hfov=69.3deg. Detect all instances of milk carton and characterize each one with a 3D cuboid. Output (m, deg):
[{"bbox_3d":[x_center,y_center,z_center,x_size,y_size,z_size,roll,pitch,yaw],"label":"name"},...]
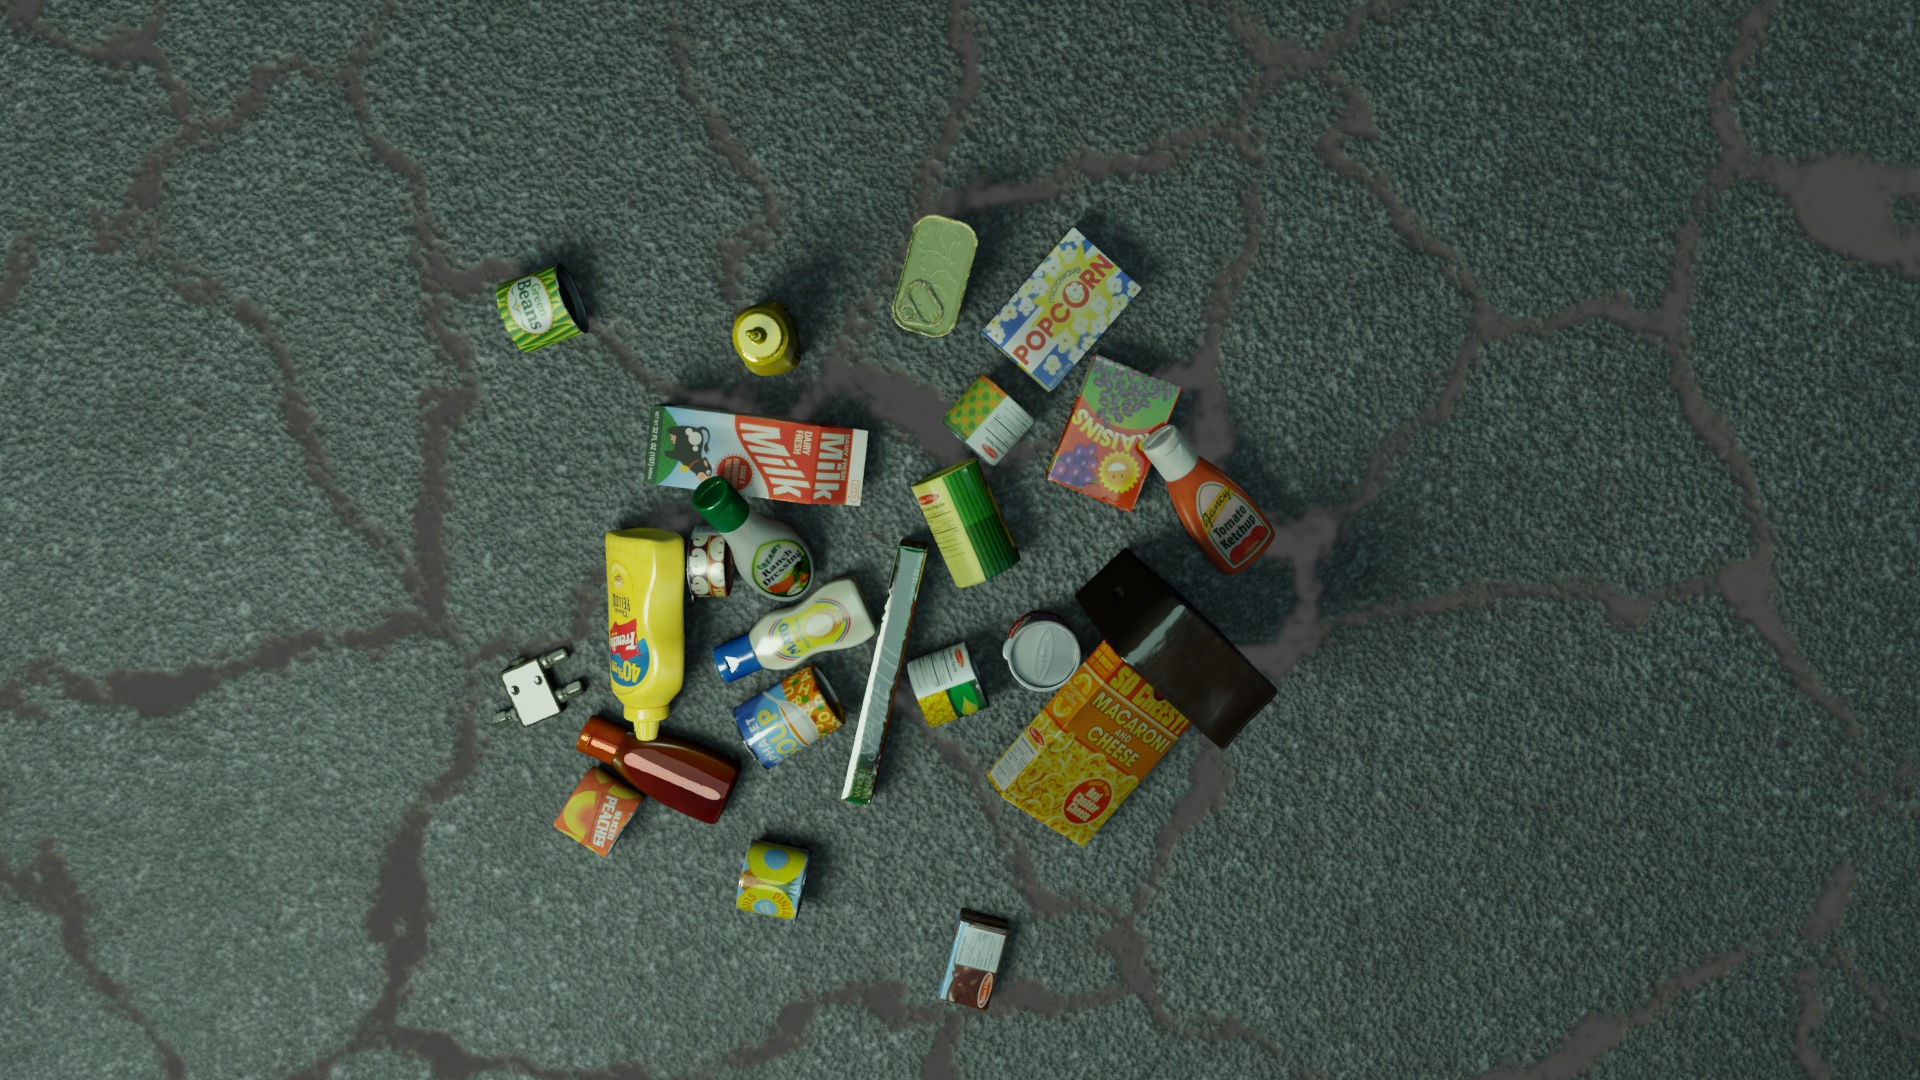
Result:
[{"bbox_3d":[-0.182,-0.077,1.255,0.191,0.073,0.072,7,96,-2],"label":"milk carton"}]

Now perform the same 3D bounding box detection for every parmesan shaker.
[{"bbox_3d":[0.005,-0.016,1.270,0.071,0.071,0.103,-24,97,2],"label":"parmesan shaker"}]

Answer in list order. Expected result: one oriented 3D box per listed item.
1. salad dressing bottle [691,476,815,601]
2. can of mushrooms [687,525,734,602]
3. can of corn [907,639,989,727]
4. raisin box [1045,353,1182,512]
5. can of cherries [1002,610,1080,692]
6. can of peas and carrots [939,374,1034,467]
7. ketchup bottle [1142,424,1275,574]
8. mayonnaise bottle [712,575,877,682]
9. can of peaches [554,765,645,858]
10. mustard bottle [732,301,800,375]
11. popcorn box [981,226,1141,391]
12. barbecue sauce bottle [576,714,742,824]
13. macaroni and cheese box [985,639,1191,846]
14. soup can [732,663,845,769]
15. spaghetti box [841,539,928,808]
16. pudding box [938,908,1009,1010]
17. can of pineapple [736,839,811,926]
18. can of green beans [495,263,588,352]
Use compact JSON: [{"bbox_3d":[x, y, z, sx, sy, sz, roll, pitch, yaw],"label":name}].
[{"bbox_3d":[-0.184,-0.001,1.235,0.064,0.044,0.147,-43,137,-5],"label":"salad dressing bottle"},{"bbox_3d":[-0.228,0.022,1.268,0.033,0.071,0.071,0,97,-2],"label":"can of mushrooms"},{"bbox_3d":[-0.010,0.135,1.285,0.058,0.071,0.071,-20,96,2],"label":"can of corn"},{"bbox_3d":[0.140,-0.099,1.274,0.086,0.040,0.123,21,96,-4],"label":"raisin box"},{"bbox_3d":[0.073,0.100,1.285,0.071,0.058,0.071,0,97,0],"label":"can of cherries"},{"bbox_3d":[0.023,-0.110,1.259,0.071,0.071,0.058,42,94,-5],"label":"can of peas and carrots"},{"bbox_3d":[0.221,-0.040,1.260,0.065,0.043,0.148,-43,111,-4],"label":"ketchup bottle"},{"bbox_3d":[-0.155,0.088,1.289,0.148,0.041,0.064,-24,96,1],"label":"mayonnaise bottle"},{"bbox_3d":[-0.335,0.252,1.290,0.058,0.071,0.071,33,95,-3],"label":"can of peaches"},{"bbox_3d":[-0.169,-0.175,1.201,0.049,0.160,0.065,-14,98,0],"label":"mustard bottle"},{"bbox_3d":[0.091,-0.209,1.261,0.085,0.038,0.126,41,94,-4],"label":"popcorn box"},{"bbox_3d":[-0.284,0.209,1.300,0.148,0.044,0.065,24,95,-3],"label":"barbecue sauce bottle"},{"bbox_3d":[0.123,0.189,1.277,0.166,0.040,0.123,-49,125,5],"label":"macaroni and cheese box"},{"bbox_3d":[-0.157,0.163,1.282,0.084,0.071,0.071,-30,96,3],"label":"soup can"},{"bbox_3d":[-0.070,0.123,1.290,0.029,0.050,0.249,13,96,0],"label":"spaghetti box"},{"bbox_3d":[0.012,0.401,1.331,0.050,0.030,0.083,14,96,-3],"label":"pudding box"},{"bbox_3d":[-0.175,0.319,1.300,0.058,0.071,0.071,11,96,-1],"label":"can of pineapple"},{"bbox_3d":[-0.374,-0.207,1.242,0.058,0.071,0.071,-18,96,2],"label":"can of green beans"}]
